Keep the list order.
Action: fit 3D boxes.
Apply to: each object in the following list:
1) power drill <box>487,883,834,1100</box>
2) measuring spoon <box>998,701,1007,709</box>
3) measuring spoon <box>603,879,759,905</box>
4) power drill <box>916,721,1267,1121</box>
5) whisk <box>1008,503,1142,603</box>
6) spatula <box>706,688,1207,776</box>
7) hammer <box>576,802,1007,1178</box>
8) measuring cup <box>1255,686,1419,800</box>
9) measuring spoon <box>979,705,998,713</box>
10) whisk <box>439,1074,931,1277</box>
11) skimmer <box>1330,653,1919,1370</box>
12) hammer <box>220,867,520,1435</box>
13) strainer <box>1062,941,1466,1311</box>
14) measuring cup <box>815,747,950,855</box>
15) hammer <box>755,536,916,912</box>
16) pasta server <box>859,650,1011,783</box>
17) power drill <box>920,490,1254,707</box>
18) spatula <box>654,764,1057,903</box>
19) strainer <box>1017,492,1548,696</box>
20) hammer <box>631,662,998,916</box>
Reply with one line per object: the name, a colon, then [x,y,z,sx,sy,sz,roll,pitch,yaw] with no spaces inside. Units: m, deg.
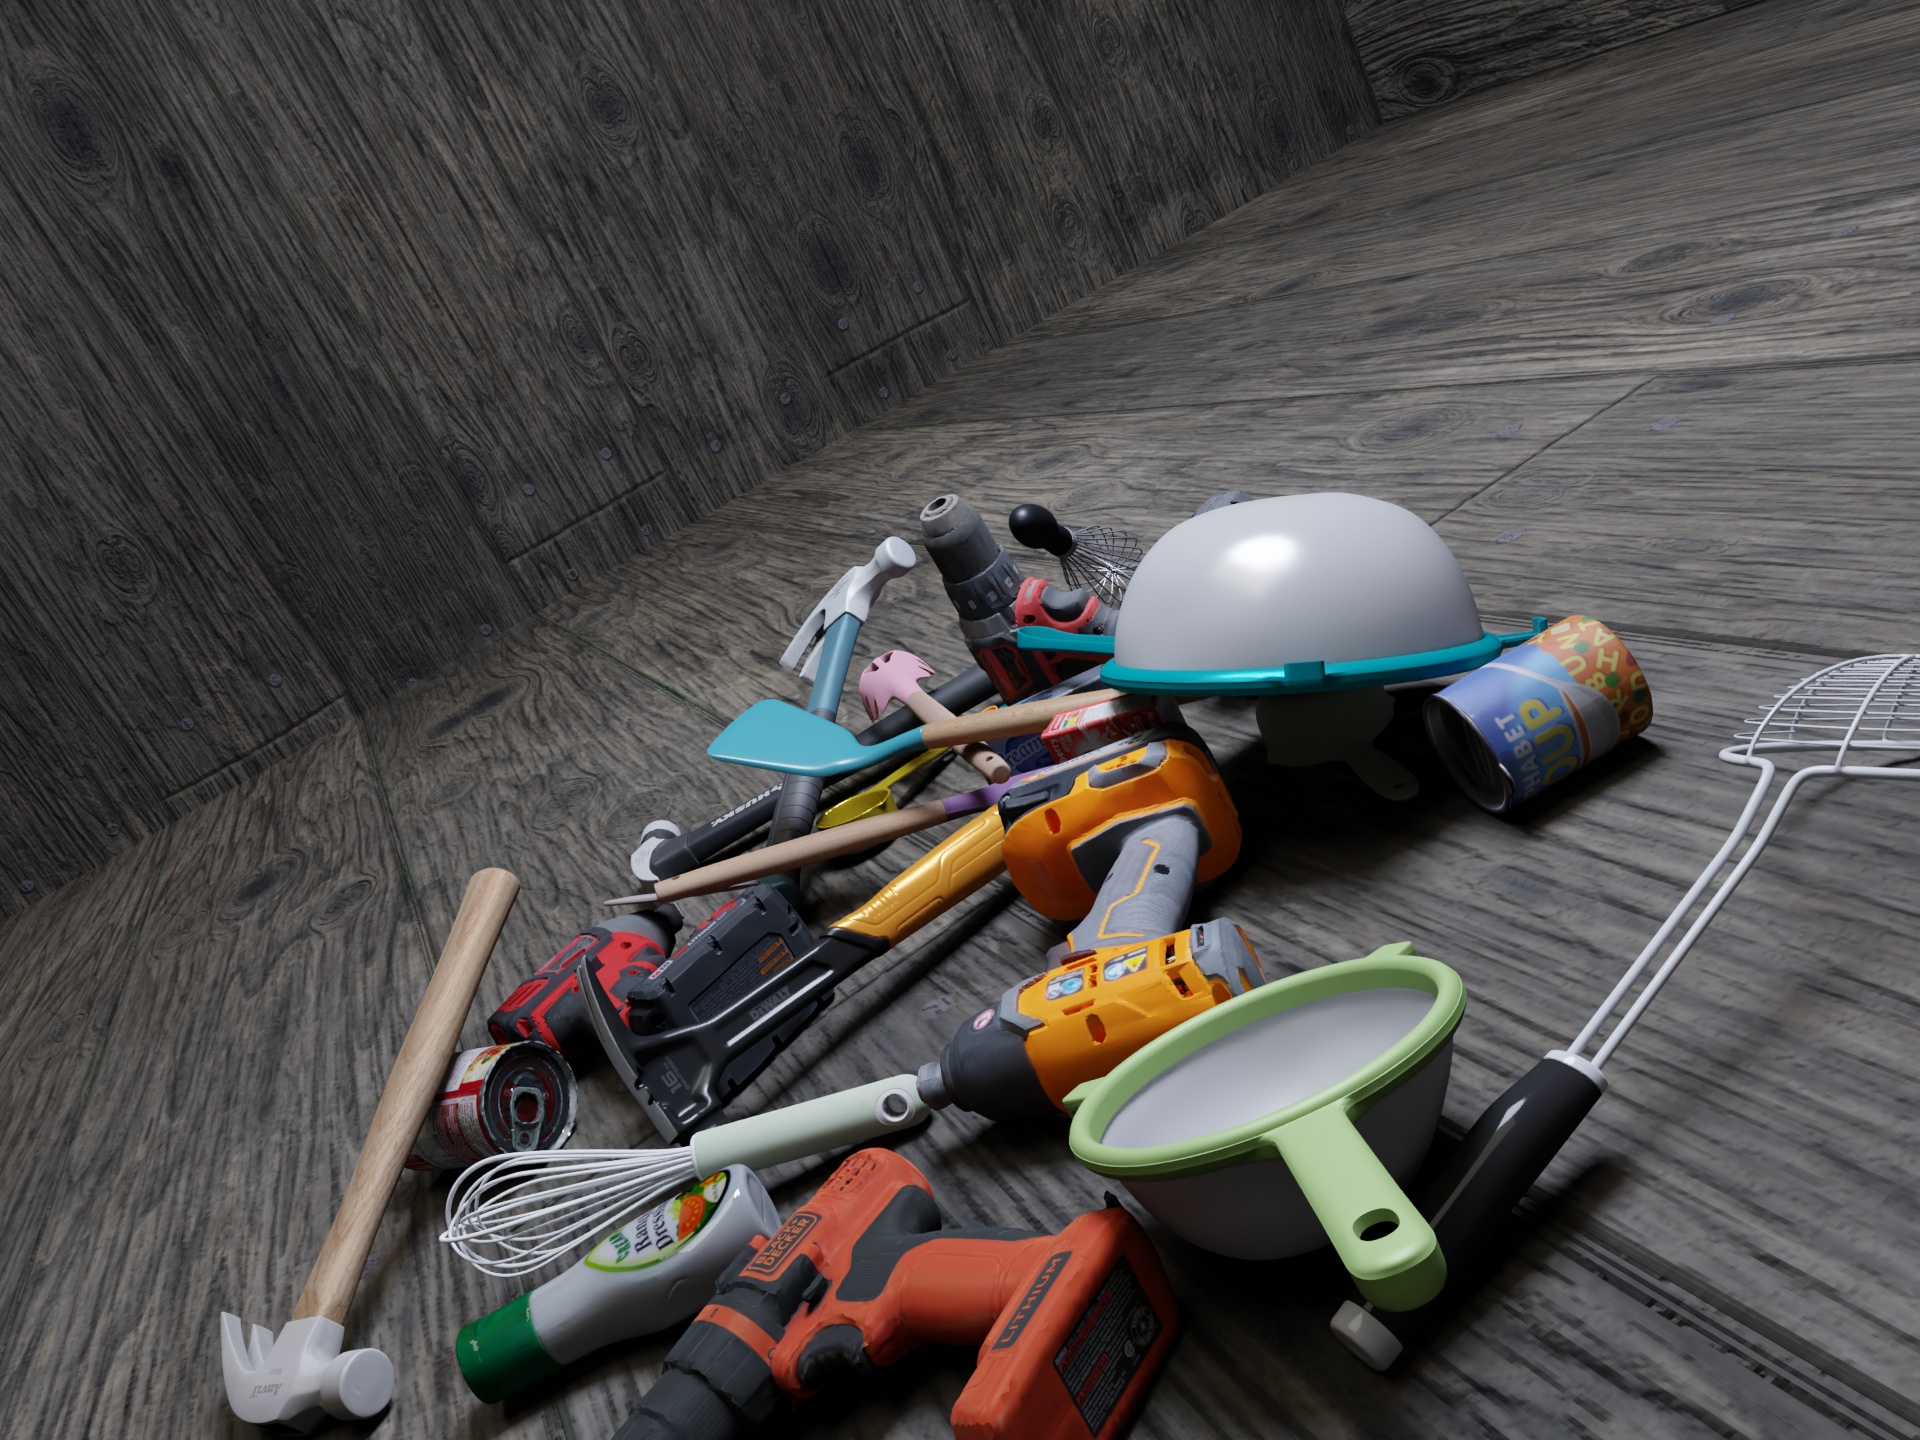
power drill: [-0.184,0.160,0.969,0.220,0.078,0.143,-10,25,49]
measuring spoon: [0.058,-0.025,1.219,0.042,0.021,0.129,-15,31,48]
measuring spoon: [-0.185,0.107,1.037,0.124,0.018,0.034,-11,-9,28]
power drill: [0.063,0.101,0.772,0.164,0.084,0.227,-23,23,17]
whisk: [0.085,-0.131,1.220,0.070,0.070,0.284,-22,-9,17]
spatula: [-0.002,-0.003,0.950,0.317,0.044,0.082,-10,21,27]
hammer: [-0.045,0.104,0.888,0.337,0.127,0.034,-32,-11,-30]
measuring cup: [0.213,0.003,0.878,0.083,0.038,0.168,-27,16,2]
measuring spoon: [0.028,0.019,1.137,0.021,0.011,0.117,-33,25,7]
whisk: [-0.132,0.213,0.764,0.246,0.058,0.059,-16,-4,1]
skimmer: [0.268,0.100,0.566,0.363,0.090,0.127,-45,19,-16]
hammer: [-0.312,0.222,0.880,0.130,0.031,0.332,-20,40,29]
strainer: [0.120,0.150,0.519,0.151,0.069,0.256,-25,4,1]
measuring cup: [-0.042,0.053,1.138,0.062,0.029,0.156,-13,14,41]
hammer: [-0.103,0.009,1.139,0.128,0.033,0.331,-37,29,38]
pasta server: [-0.017,-0.001,1.075,0.060,0.040,0.316,-38,21,-5]
power drill: [0.092,-0.086,1.060,0.227,0.187,0.080,-9,36,36]
spatula: [-0.034,0.064,0.989,0.316,0.018,0.060,-15,16,-11]
strainer: [0.139,-0.077,0.900,0.211,0.095,0.340,-10,10,-35]
hammer: [-0.101,0.040,1.207,0.335,0.035,0.146,-30,18,2]
